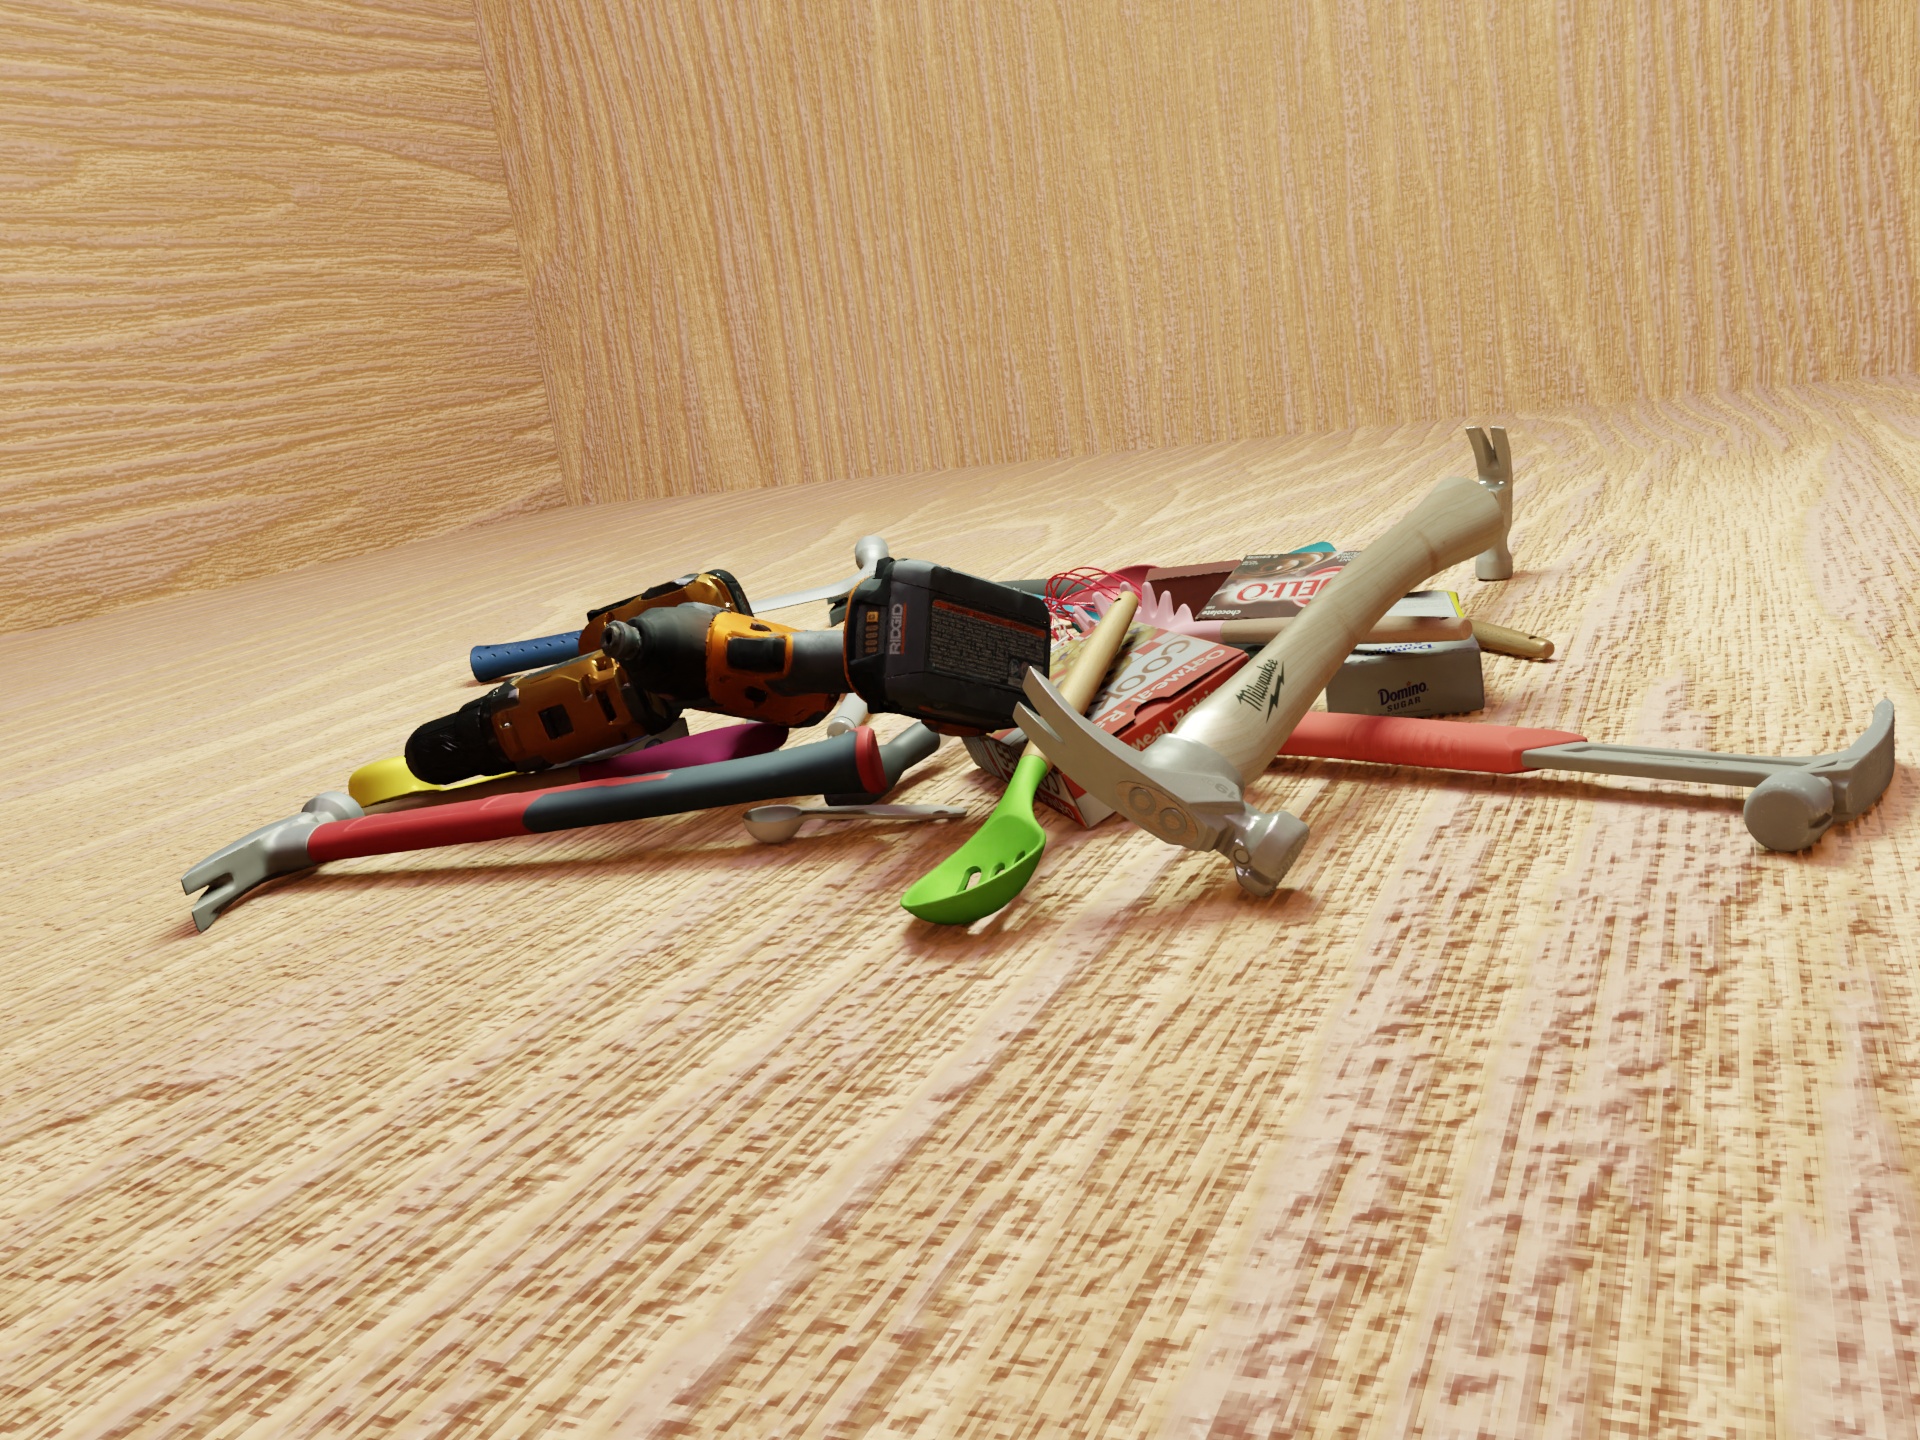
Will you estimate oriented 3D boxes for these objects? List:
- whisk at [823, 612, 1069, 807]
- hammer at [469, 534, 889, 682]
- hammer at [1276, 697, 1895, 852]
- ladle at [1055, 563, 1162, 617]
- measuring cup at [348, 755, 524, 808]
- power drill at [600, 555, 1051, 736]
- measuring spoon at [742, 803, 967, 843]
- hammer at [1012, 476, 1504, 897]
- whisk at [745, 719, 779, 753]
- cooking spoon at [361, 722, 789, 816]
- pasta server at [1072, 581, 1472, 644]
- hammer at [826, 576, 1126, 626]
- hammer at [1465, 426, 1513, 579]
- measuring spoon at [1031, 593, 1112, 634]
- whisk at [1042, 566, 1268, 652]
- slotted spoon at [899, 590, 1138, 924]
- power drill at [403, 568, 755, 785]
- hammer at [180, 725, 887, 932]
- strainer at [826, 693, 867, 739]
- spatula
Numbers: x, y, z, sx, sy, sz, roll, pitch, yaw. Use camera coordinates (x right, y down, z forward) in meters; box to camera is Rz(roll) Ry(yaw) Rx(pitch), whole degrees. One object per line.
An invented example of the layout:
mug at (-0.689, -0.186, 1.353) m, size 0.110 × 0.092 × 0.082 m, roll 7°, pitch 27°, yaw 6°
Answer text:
whisk at (-0.002, -0.002, 1.013) m, size 0.070 × 0.070 × 0.284 m, roll 1°, pitch 21°, yaw 32°
hammer at (-0.263, -0.090, 1.506) m, size 0.405 × 0.035 × 0.144 m, roll -12°, pitch 35°, yaw 2°
hammer at (0.272, 0.011, 0.822) m, size 0.359 × 0.036 × 0.149 m, roll 5°, pitch 18°, yaw 42°
ladle at (0.027, -0.086, 1.386) m, size 0.315 × 0.031 × 0.069 m, roll -11°, pitch 40°, yaw -1°
measuring cup at (-0.339, 0.032, 1.080) m, size 0.156 × 0.029 × 0.062 m, roll -15°, pitch -6°, yaw -44°
power drill at (-0.082, -0.037, 0.889) m, size 0.226 × 0.084 × 0.164 m, roll -2°, pitch -9°, yaw 40°
measuring spoon at (-0.058, 0.058, 0.879) m, size 0.124 × 0.018 × 0.034 m, roll -1°, pitch 13°, yaw -2°
hammer at (0.190, -0.055, 0.848) m, size 0.146 × 0.038 × 0.411 m, roll 34°, pitch 42°, yaw 18°
whisk at (-0.133, -0.001, 1.098) m, size 0.055 × 0.055 × 0.239 m, roll -8°, pitch 18°, yaw -1°
cooking spoon at (-0.263, 0.040, 1.004) m, size 0.319 × 0.017 × 0.069 m, roll -12°, pitch 22°, yaw 4°
pasta server at (0.190, -0.064, 1.024) m, size 0.060 × 0.040 × 0.316 m, roll -34°, pitch 21°, yaw -30°
hammer at (0.020, -0.121, 1.527) m, size 0.335 × 0.035 × 0.146 m, roll 3°, pitch 17°, yaw 38°
hammer at (0.375, -0.148, 1.207) m, size 0.031 × 0.130 × 0.331 m, roll 4°, pitch 16°, yaw 29°
measuring spoon at (0.080, -0.090, 1.353) m, size 0.129 × 0.021 × 0.042 m, roll 15°, pitch 39°, yaw 39°
whisk at (0.149, -0.064, 1.173) m, size 0.073 × 0.073 × 0.296 m, roll -15°, pitch 20°, yaw -27°
slotted spoon at (0.047, 0.010, 0.816) m, size 0.070 × 0.031 × 0.314 m, roll -19°, pitch 22°, yaw 32°
power drill at (-0.245, -0.023, 1.055) m, size 0.185 × 0.084 × 0.226 m, roll -17°, pitch 13°, yaw 17°
hammer at (-0.231, 0.054, 0.879) m, size 0.386 × 0.038 × 0.143 m, roll -9°, pitch 14°, yaw 14°
strainer at (-0.068, -0.027, 1.174) m, size 0.087 × 0.050 × 0.258 m, roll -11°, pitch 18°, yaw 12°
spatula at (0.327, -0.086, 1.182) m, size 0.082 × 0.044 × 0.318 m, roll -23°, pitch 18°, yaw -14°
